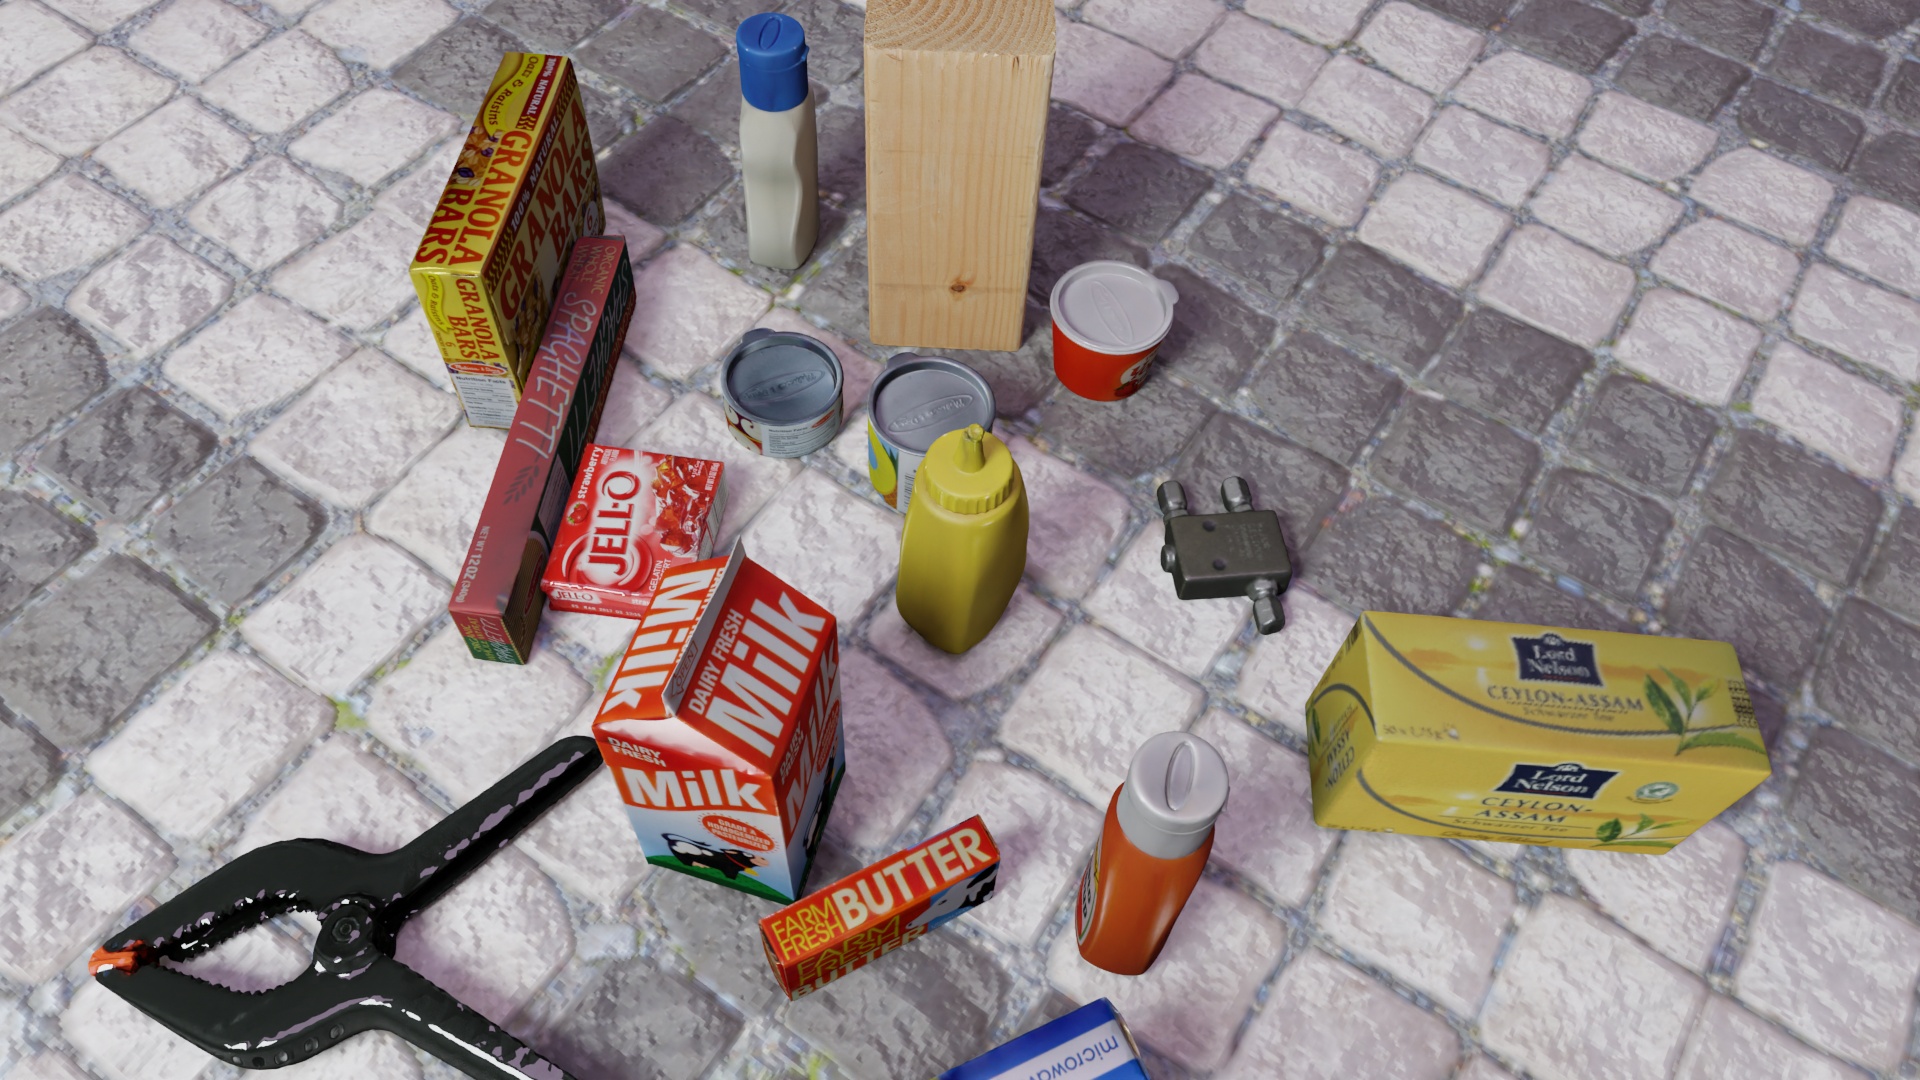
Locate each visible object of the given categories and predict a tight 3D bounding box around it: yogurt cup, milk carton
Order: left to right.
[{"bbox_3d":[-0.093,0.076,0.559,0.073,0.189,0.073,15,57,6],"label":"milk carton"},{"bbox_3d":[0.082,-0.115,0.779,0.072,0.053,0.073,2,56,-2],"label":"yogurt cup"}]

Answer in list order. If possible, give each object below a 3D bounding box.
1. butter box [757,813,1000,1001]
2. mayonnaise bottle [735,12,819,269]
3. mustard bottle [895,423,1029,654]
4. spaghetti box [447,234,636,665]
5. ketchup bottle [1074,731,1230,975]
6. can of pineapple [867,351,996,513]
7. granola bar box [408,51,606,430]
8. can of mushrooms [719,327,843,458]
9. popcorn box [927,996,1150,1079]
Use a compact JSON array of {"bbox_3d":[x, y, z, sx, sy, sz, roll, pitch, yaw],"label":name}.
[{"bbox_3d":[-0.033,0.157,0.591,0.104,0.052,0.024,-23,61,-17],"label":"butter box"},{"bbox_3d":[-0.103,-0.225,0.785,0.041,0.147,0.065,9,56,3],"label":"mayonnaise bottle"},{"bbox_3d":[0.002,-0.008,0.639,0.049,0.159,0.065,32,60,16],"label":"mustard bottle"},{"bbox_3d":[-0.211,-0.056,0.724,0.029,0.050,0.251,6,56,1],"label":"spaghetti box"},{"bbox_3d":[0.077,0.125,0.562,0.043,0.148,0.065,14,57,6],"label":"ketchup bottle"},{"bbox_3d":[-0.016,-0.055,0.731,0.071,0.057,0.071,2,56,-2],"label":"can of pineapple"},{"bbox_3d":[-0.236,-0.160,0.748,0.039,0.123,0.166,6,56,1],"label":"granola bar box"},{"bbox_3d":[-0.098,-0.081,0.758,0.071,0.033,0.071,2,56,-2],"label":"can of mushrooms"},{"bbox_3d":[0.005,0.227,0.527,0.127,0.084,0.038,-20,60,-16],"label":"popcorn box"}]
